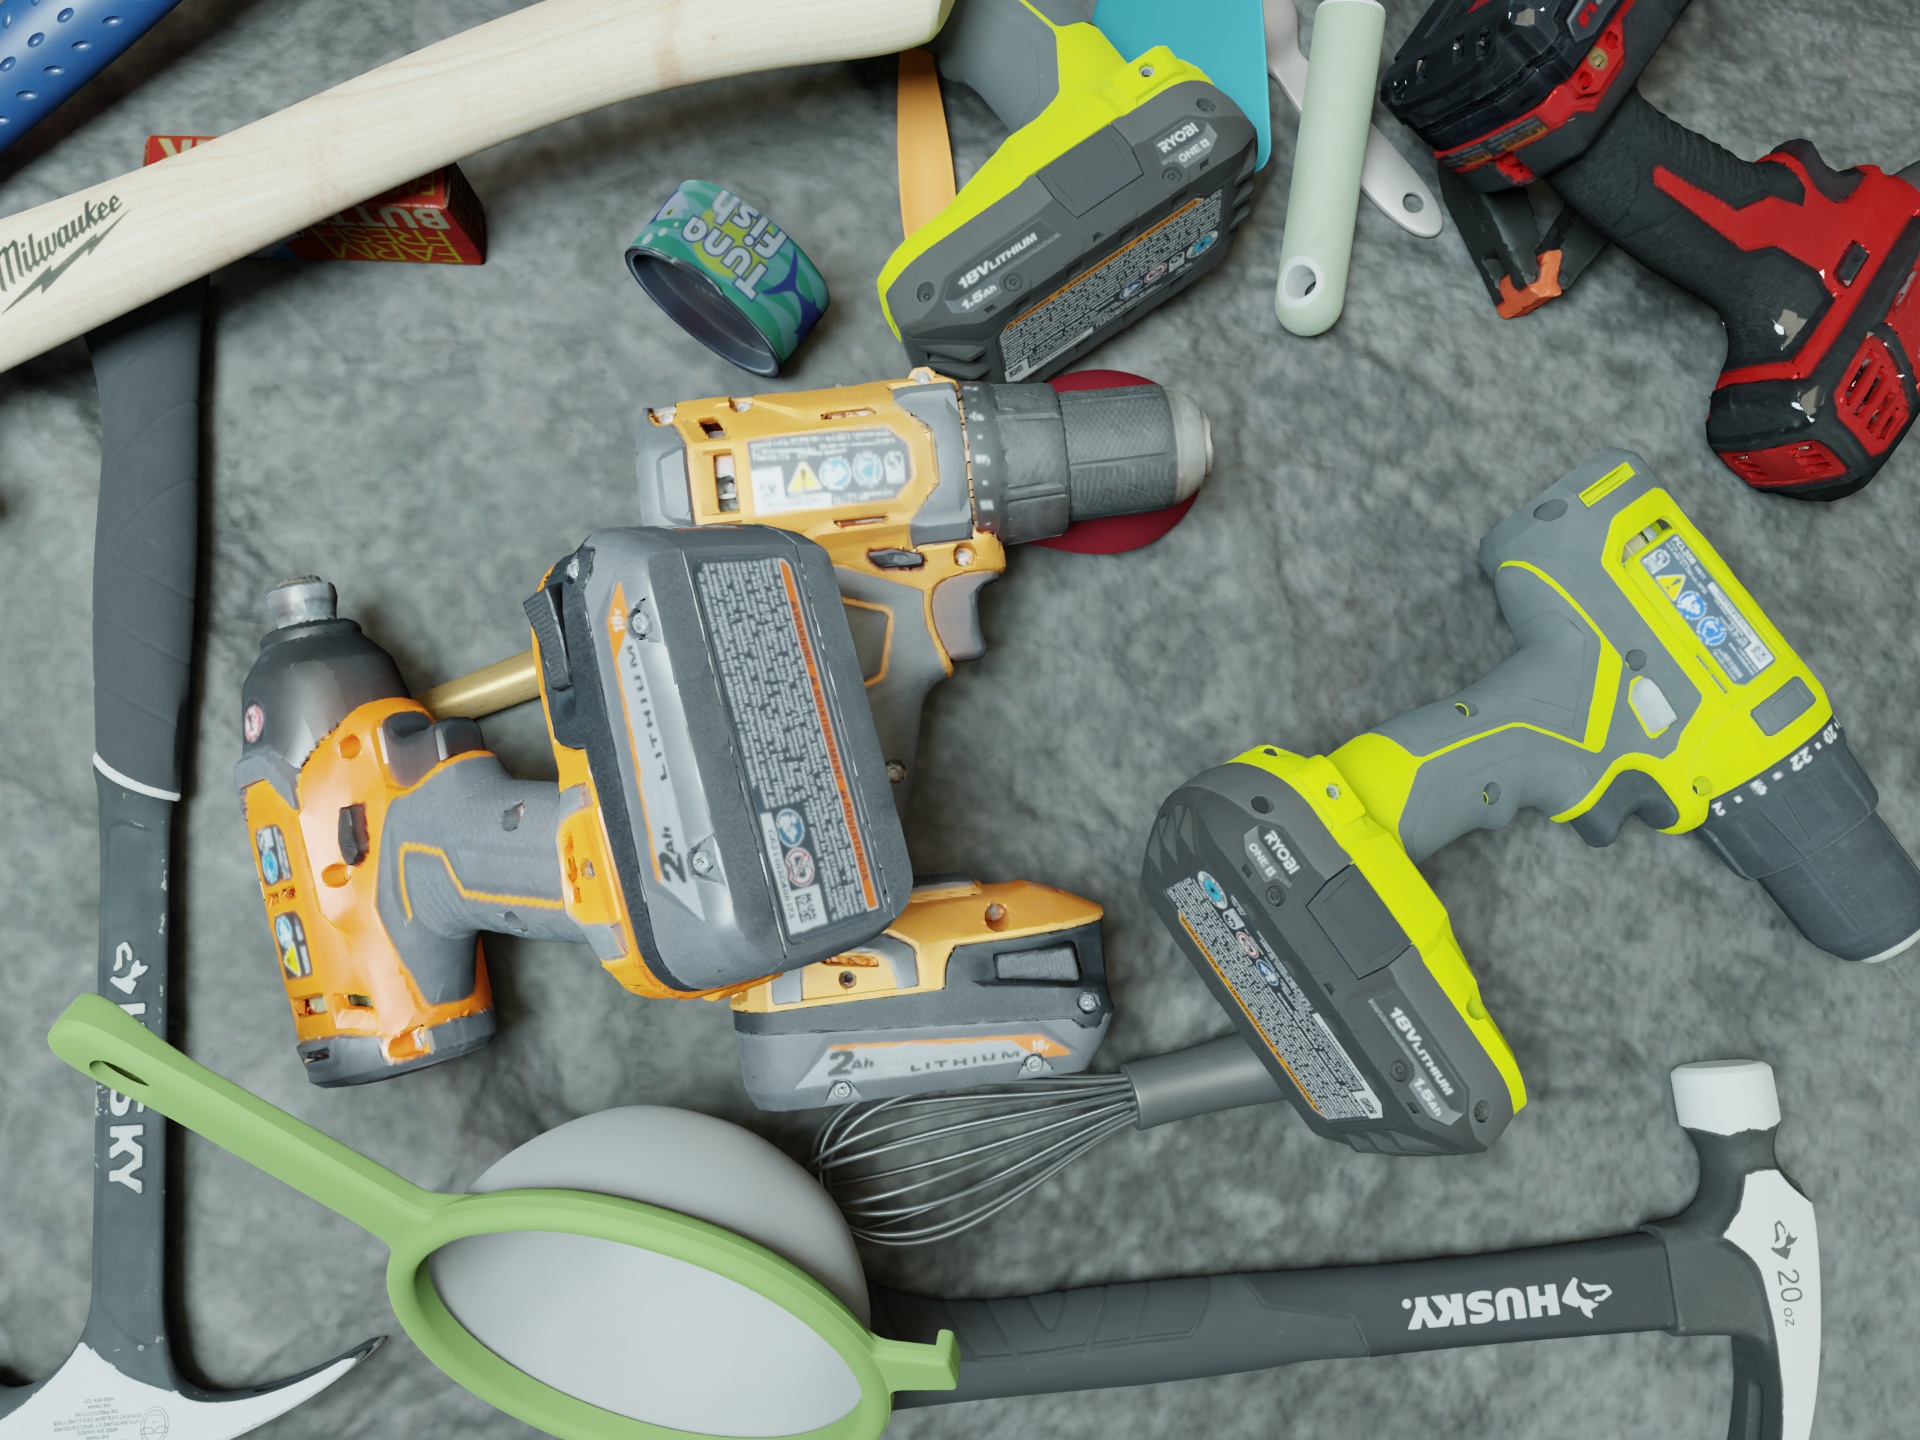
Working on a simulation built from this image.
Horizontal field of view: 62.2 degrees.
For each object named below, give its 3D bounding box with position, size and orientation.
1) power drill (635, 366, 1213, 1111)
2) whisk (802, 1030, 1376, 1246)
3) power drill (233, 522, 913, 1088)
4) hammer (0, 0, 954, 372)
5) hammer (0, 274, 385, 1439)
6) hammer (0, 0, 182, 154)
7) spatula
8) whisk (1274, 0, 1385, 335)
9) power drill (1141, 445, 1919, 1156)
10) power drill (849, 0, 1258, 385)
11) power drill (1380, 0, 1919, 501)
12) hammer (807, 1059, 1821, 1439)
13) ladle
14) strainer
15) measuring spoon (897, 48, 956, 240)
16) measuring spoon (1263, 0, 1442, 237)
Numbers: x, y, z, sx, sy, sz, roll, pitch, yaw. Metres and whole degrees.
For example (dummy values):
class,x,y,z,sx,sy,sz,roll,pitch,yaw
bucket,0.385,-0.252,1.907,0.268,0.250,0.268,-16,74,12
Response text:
class,x,y,z,sx,sy,sz,roll,pitch,yaw
power drill,-0.001,-0.002,0.516,0.185,0.084,0.226,-7,89,-3
whisk,0.059,0.128,0.531,0.239,0.055,0.055,-12,82,-8
power drill,-0.134,0.014,0.467,0.226,0.084,0.164,-17,86,36
hammer,-0.198,-0.193,0.509,0.410,0.038,0.146,-20,92,3
hammer,-0.274,0.039,0.537,0.149,0.036,0.409,-2,82,-3
hammer,-0.233,-0.287,0.539,0.405,0.035,0.144,-35,121,8
spatula,0.108,-0.352,0.605,0.082,0.044,0.318,9,73,25
whisk,0.141,-0.262,0.571,0.058,0.059,0.246,11,97,35
power drill,0.193,0.039,0.517,0.228,0.080,0.190,-33,83,-19
power drill,-0.017,-0.230,0.554,0.171,0.080,0.223,-34,78,0
power drill,0.265,-0.193,0.544,0.219,0.078,0.143,38,82,-16
hammer,0.116,0.202,0.525,0.334,0.035,0.146,-5,81,-2
ladle,-0.059,-0.052,0.562,0.315,0.031,0.069,-21,82,-3
strainer,-0.129,0.134,0.465,0.256,0.151,0.069,36,40,-15
measuring spoon,-0.013,-0.214,0.595,0.021,0.011,0.117,-6,85,5
measuring spoon,0.140,-0.231,0.596,0.034,0.018,0.124,-39,85,-7
